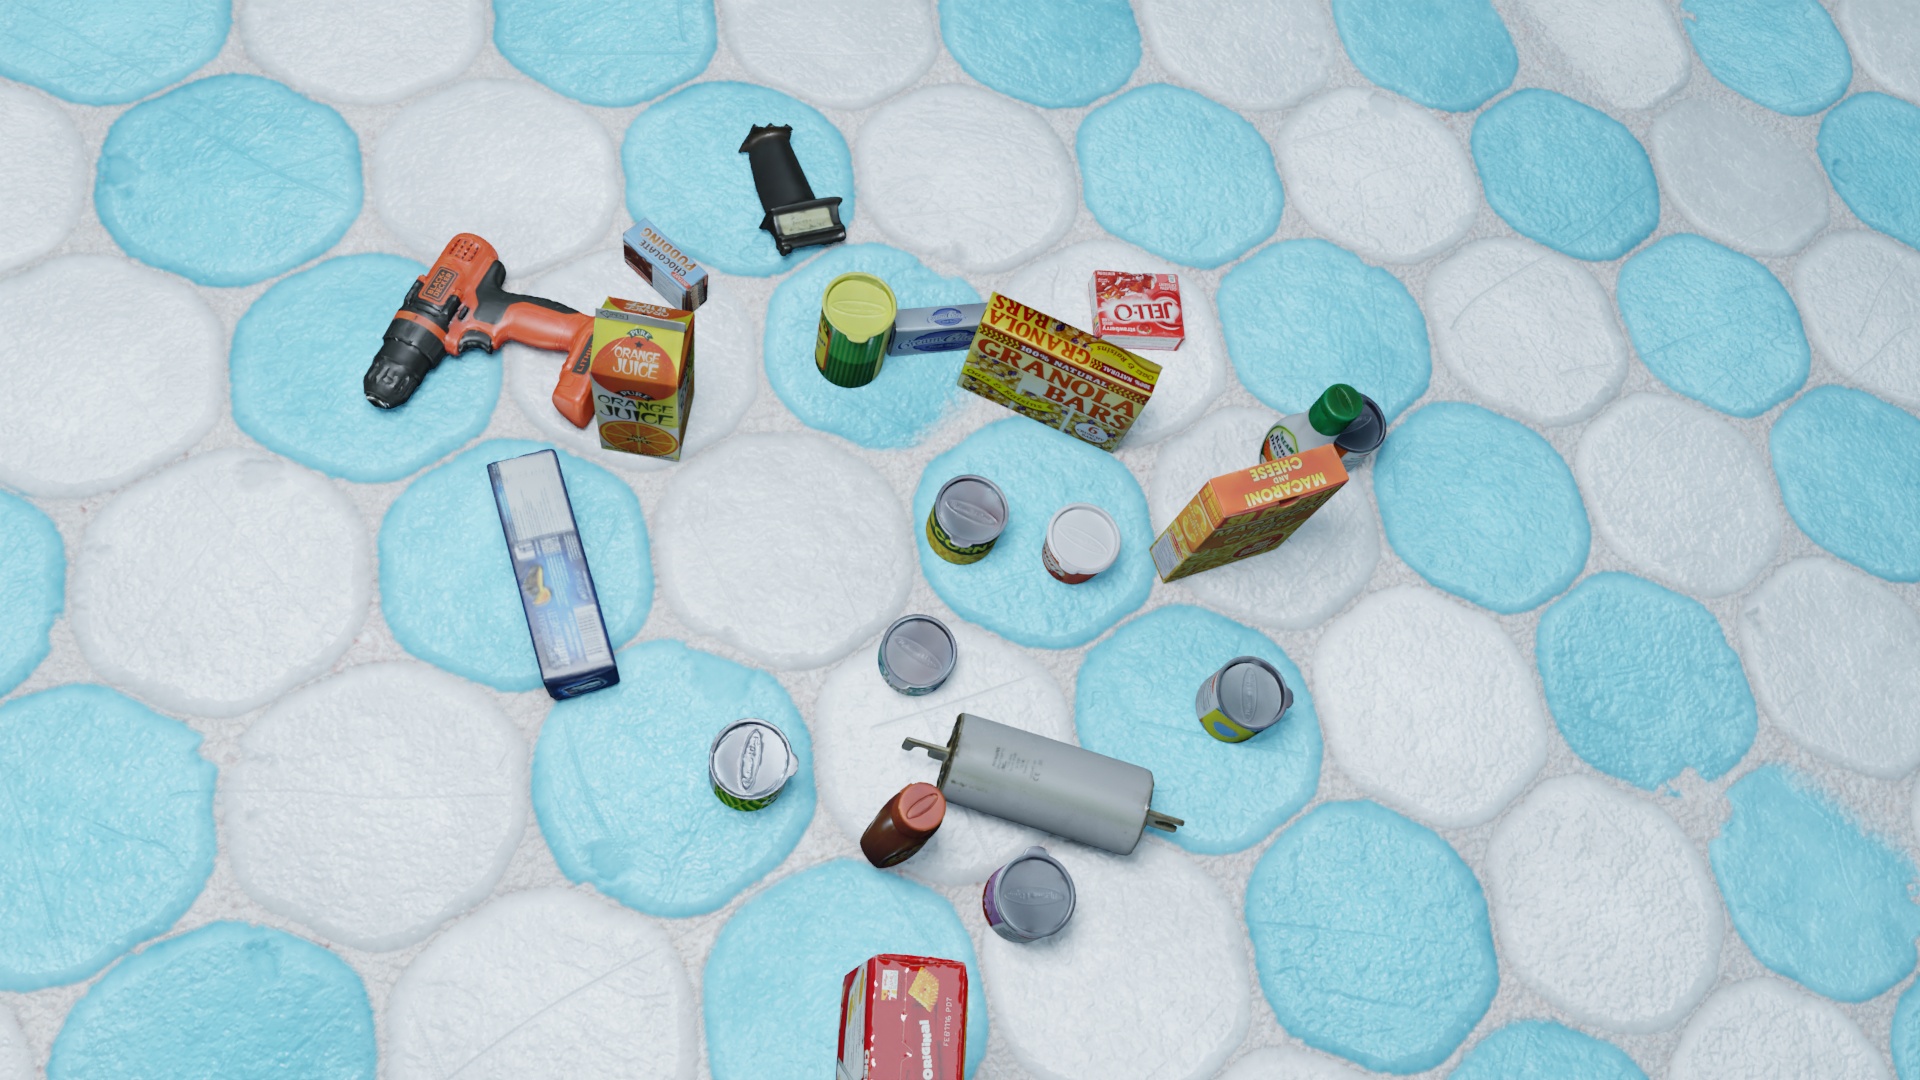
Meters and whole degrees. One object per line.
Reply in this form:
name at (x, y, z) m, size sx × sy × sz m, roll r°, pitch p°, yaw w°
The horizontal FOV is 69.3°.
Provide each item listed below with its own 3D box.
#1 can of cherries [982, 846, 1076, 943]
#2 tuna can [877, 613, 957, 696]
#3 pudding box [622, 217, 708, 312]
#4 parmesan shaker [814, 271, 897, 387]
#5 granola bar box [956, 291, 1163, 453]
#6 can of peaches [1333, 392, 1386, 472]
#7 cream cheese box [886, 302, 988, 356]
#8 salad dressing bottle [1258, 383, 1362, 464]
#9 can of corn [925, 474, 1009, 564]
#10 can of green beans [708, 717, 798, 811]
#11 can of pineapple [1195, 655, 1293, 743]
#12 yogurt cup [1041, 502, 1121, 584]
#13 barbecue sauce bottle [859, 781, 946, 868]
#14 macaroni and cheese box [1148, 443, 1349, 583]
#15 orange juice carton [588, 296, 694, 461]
can of cherries at (0.055, 0.289, 1.129) m, size 0.071 × 0.058 × 0.072 m, roll 4°, pitch 68°, yaw -9°
tuna can at (-0.039, 0.101, 1.198) m, size 0.071 × 0.032 × 0.071 m, roll 4°, pitch 68°, yaw -9°
pudding box at (-0.273, -0.252, 1.283) m, size 0.084 × 0.049 × 0.030 m, roll 42°, pitch 68°, yaw 7°
parmesan shaker at (-0.097, -0.187, 1.262) m, size 0.071 × 0.102 × 0.071 m, roll 4°, pitch 69°, yaw -9°
granola bar box at (0.087, -0.150, 1.272) m, size 0.165 × 0.123 × 0.039 m, roll 24°, pitch 67°, yaw -1°
can of peaches at (0.368, -0.105, 1.344) m, size 0.071 × 0.058 × 0.071 m, roll 4°, pitch 68°, yaw -9°
cream cheese box at (-0.017, -0.199, 1.309) m, size 0.104 × 0.053 × 0.024 m, roll -7°, pitch 71°, yaw -13°
salad dressing bottle at (0.324, -0.098, 1.284) m, size 0.044 × 0.147 × 0.064 m, roll -17°, pitch 73°, yaw -16°
can of corn at (0.004, -0.016, 1.239) m, size 0.071 × 0.058 × 0.071 m, roll 4°, pitch 68°, yaw -9°
can of green beans at (-0.171, 0.183, 1.127) m, size 0.071 × 0.057 × 0.071 m, roll 4°, pitch 68°, yaw -9°
can of pineapple at (0.248, 0.142, 1.224) m, size 0.071 × 0.057 × 0.071 m, roll 4°, pitch 68°, yaw -9°
yogurt cup at (0.106, 0.006, 1.252) m, size 0.072 × 0.053 × 0.072 m, roll 4°, pitch 68°, yaw -9°
barbecue sauce bottle at (-0.041, 0.220, 1.088) m, size 0.065 × 0.148 × 0.044 m, roll -32°, pitch 78°, yaw -20°
macaroni and cheese box at (0.252, -0.021, 1.230) m, size 0.124 × 0.165 × 0.040 m, roll -16°, pitch 73°, yaw -16°
orange juice carton at (-0.264, -0.141, 1.163) m, size 0.072 × 0.192 × 0.073 m, roll 10°, pitch 68°, yaw -7°
